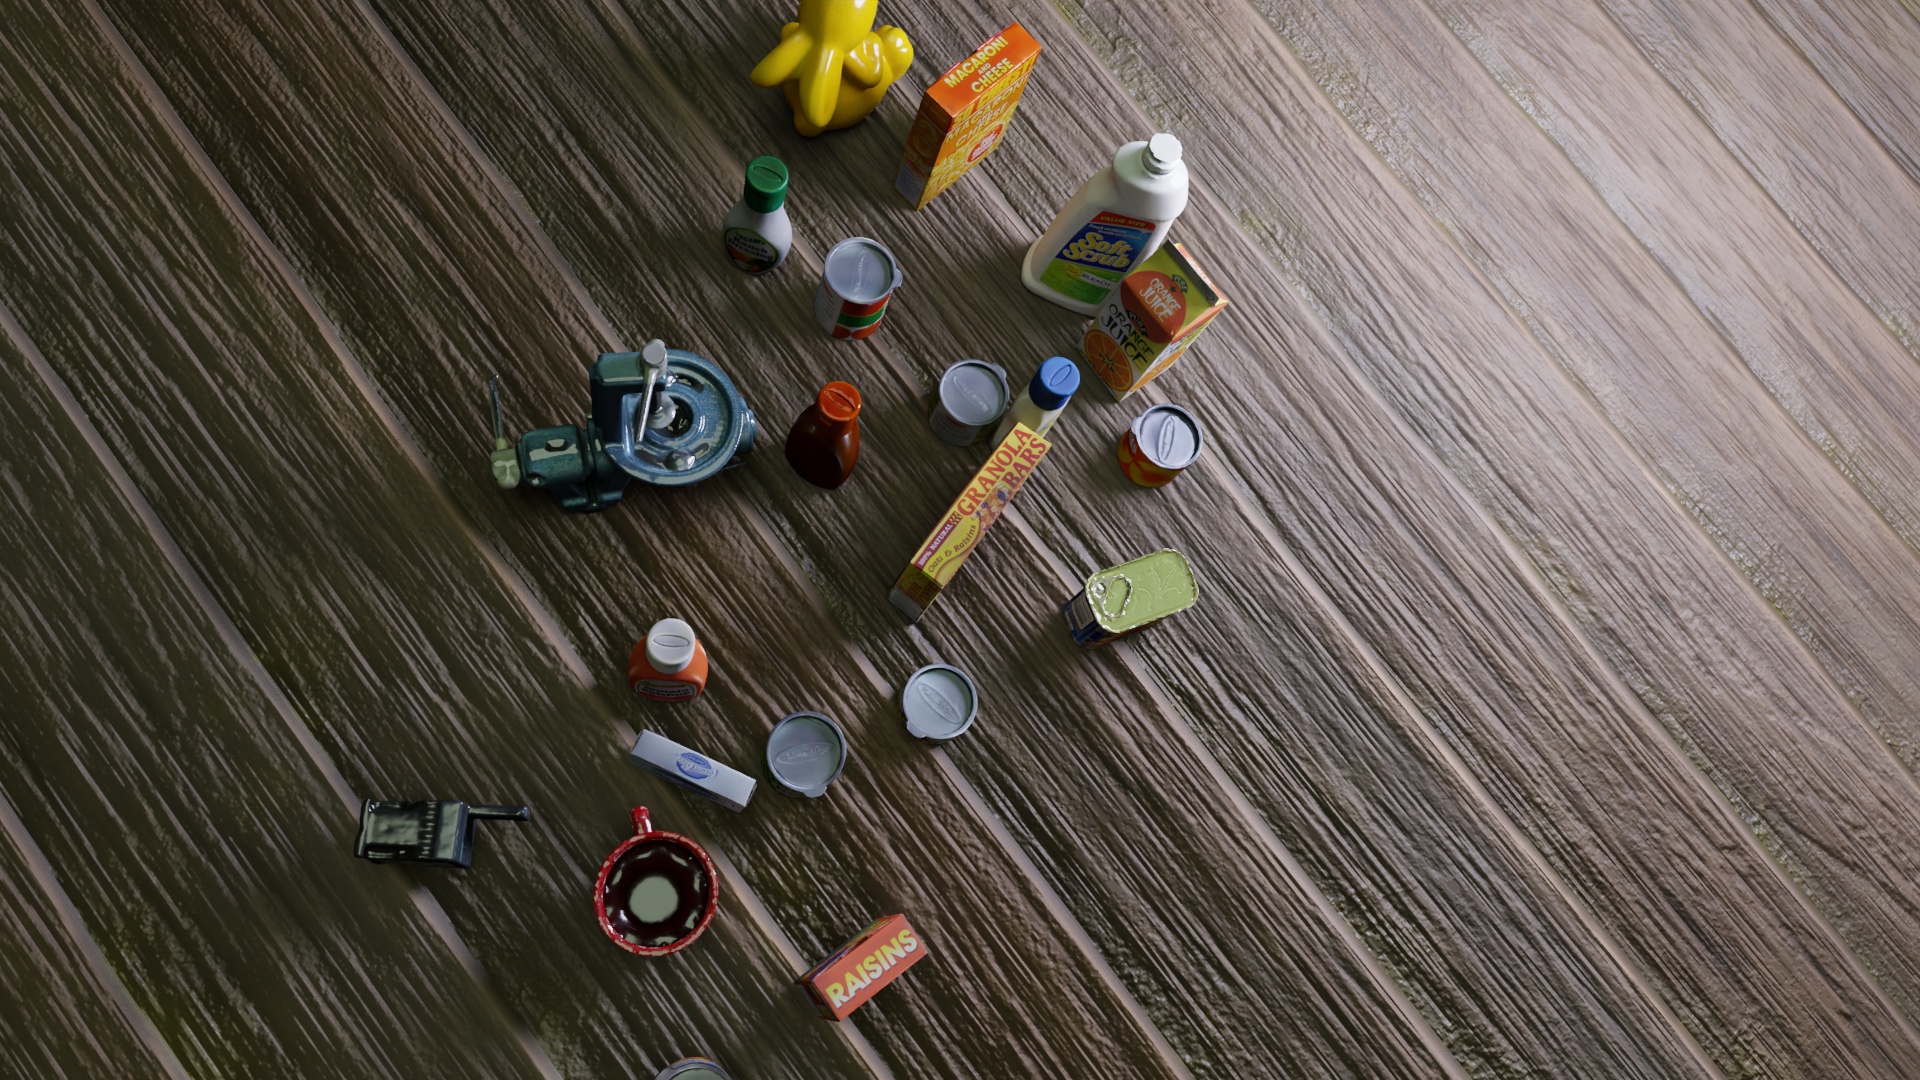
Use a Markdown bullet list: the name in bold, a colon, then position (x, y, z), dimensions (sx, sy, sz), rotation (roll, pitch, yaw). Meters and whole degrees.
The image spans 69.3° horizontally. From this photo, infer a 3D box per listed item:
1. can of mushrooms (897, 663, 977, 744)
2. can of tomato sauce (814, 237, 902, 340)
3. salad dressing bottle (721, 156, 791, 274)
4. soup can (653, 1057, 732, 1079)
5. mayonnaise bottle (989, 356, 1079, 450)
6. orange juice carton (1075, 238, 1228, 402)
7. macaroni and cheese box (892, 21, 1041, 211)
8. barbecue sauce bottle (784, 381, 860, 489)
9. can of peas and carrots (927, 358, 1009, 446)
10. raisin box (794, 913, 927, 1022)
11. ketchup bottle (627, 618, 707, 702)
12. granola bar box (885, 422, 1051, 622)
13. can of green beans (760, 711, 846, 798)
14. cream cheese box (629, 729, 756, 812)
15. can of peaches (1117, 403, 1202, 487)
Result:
- **can of mushrooms**: position (-0.023, 0.145, 1.212), dimensions (0.071, 0.033, 0.071), rotation (4, 72, -12)
- **can of tomato sauce**: position (-0.096, -0.232, 1.288), dimensions (0.071, 0.083, 0.071), rotation (4, 72, -12)
- **salad dressing bottle**: position (-0.181, -0.293, 1.254), dimensions (0.064, 0.147, 0.044), rotation (23, 70, -5)
- **soup can**: position (-0.204, 0.426, 1.053), dimensions (0.071, 0.083, 0.071), rotation (4, 72, -12)
- **mayonnaise bottle**: position (0.069, -0.120, 1.256), dimensions (0.041, 0.147, 0.065), rotation (43, 69, 2)
- **orange juice carton**: position (0.181, -0.208, 1.286), dimensions (0.073, 0.192, 0.072), rotation (-35, 84, -20)
- **macaroni and cheese box**: position (0.003, -0.400, 1.320), dimensions (0.040, 0.166, 0.124), rotation (45, 69, 3)
- **barbecue sauce bottle**: position (-0.115, -0.093, 1.205), dimensions (0.065, 0.148, 0.044), rotation (36, 69, 0)
- **can of peas and carrots**: position (0.008, -0.129, 1.293), dimensions (0.071, 0.058, 0.071), rotation (4, 72, -12)
- **raisin box**: position (-0.080, 0.334, 1.090), dimensions (0.086, 0.123, 0.040), rotation (-33, 83, -20)
- **ketchup bottle**: position (-0.235, 0.096, 1.117), dimensions (0.065, 0.148, 0.043), rotation (6, 72, -11)
- **granola bar box**: position (0.004, -0.015, 1.221), dimensions (0.039, 0.123, 0.166), rotation (37, 69, 0)
- **can of green beans**: position (-0.132, 0.180, 1.162), dimensions (0.071, 0.057, 0.071), rotation (4, 72, -12)
- **cream cheese box**: position (-0.220, 0.190, 1.141), dimensions (0.104, 0.053, 0.024), rotation (26, 69, -4)
- **can of peaches**: position (0.187, -0.090, 1.323), dimensions (0.071, 0.058, 0.071), rotation (4, 72, -12)
